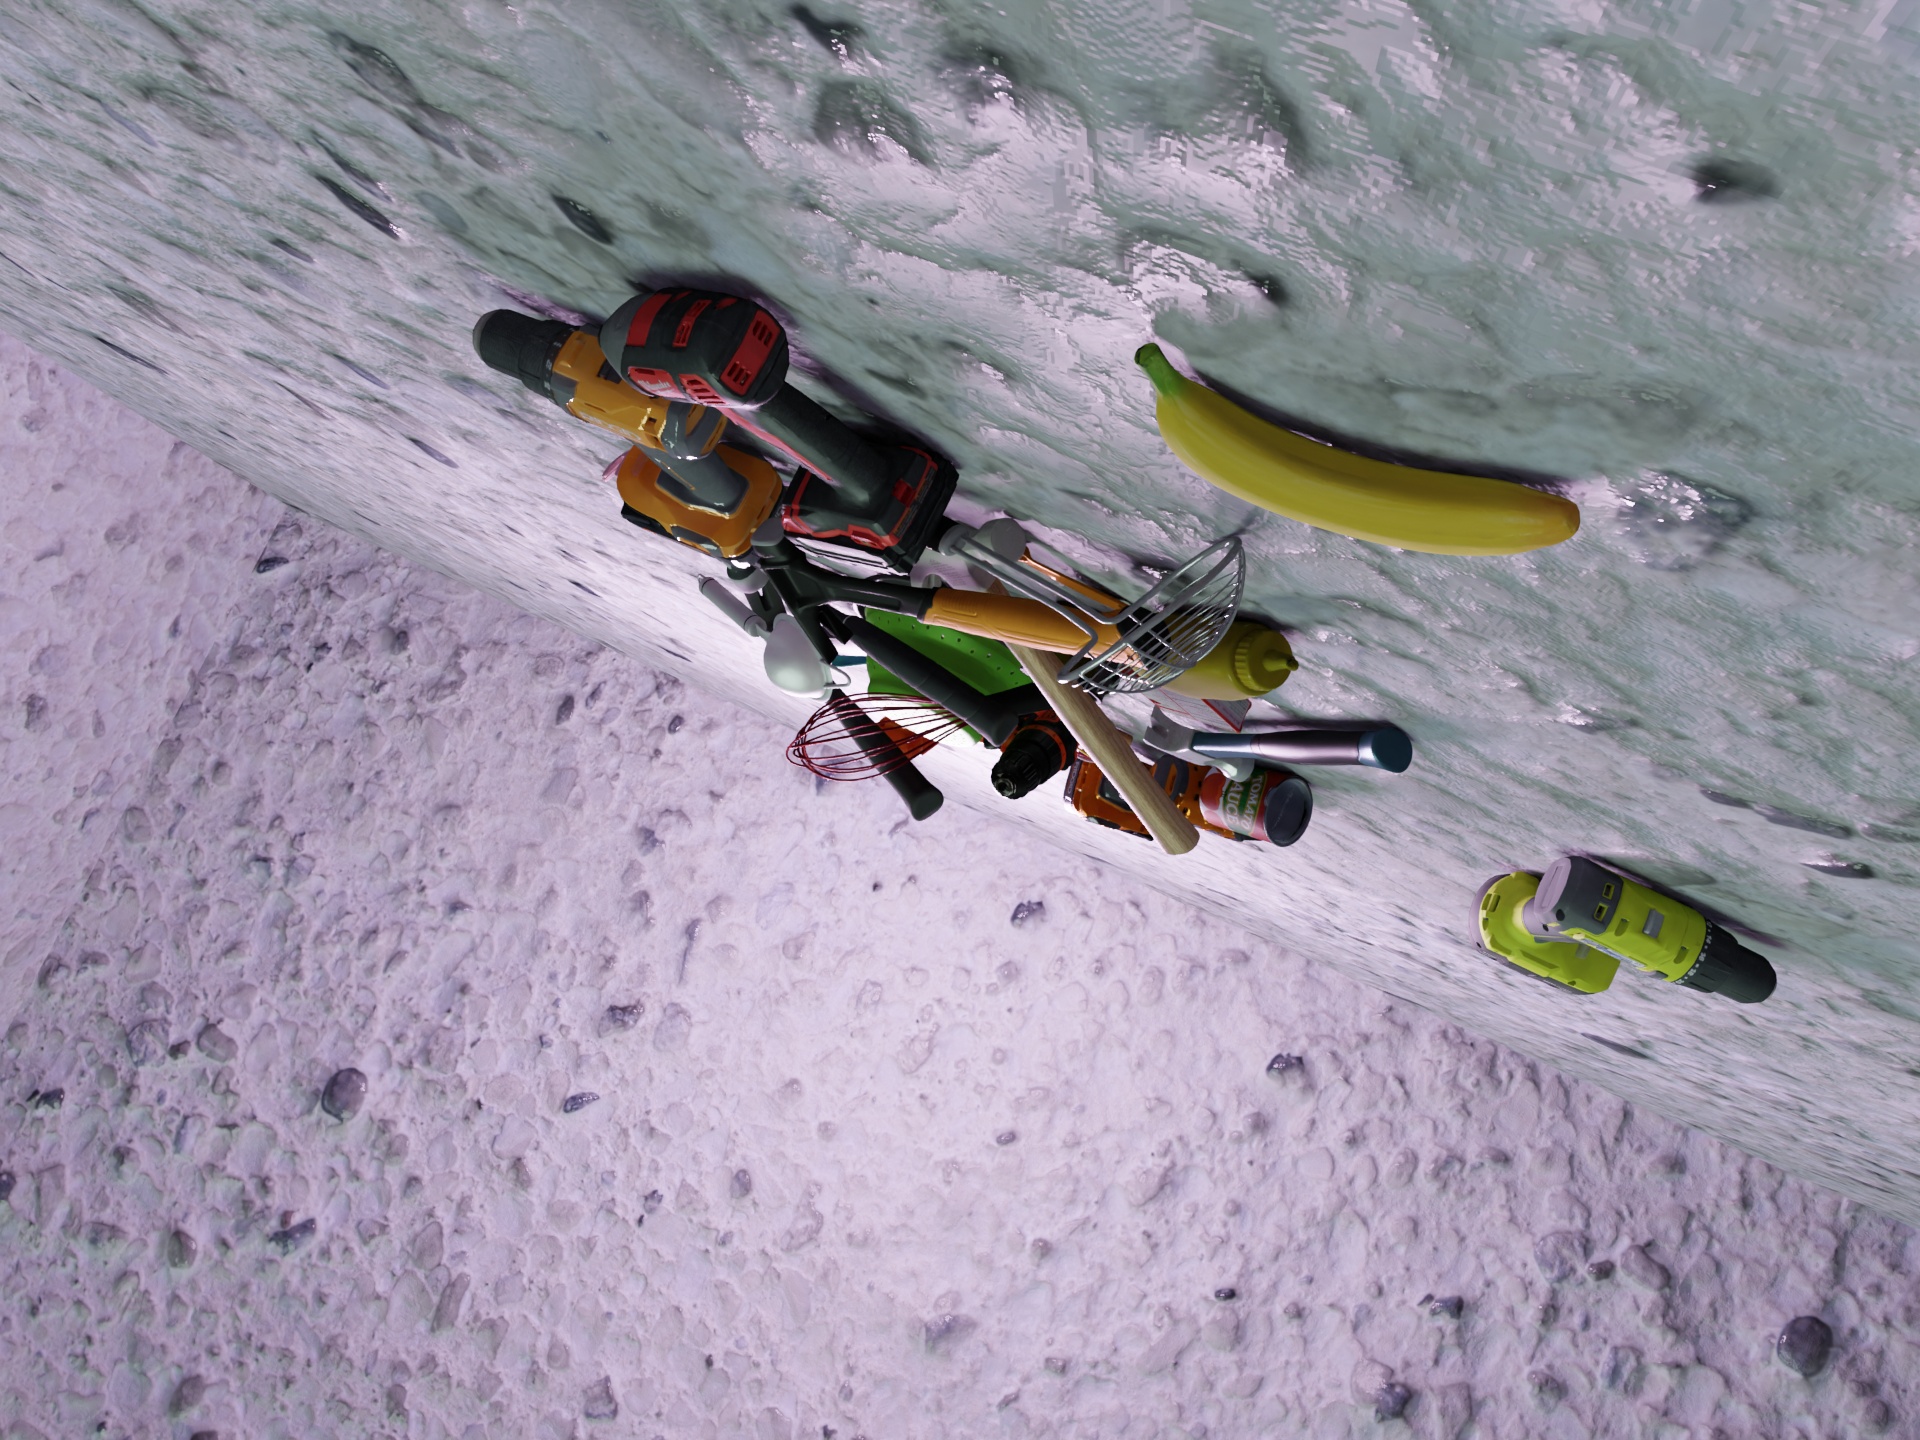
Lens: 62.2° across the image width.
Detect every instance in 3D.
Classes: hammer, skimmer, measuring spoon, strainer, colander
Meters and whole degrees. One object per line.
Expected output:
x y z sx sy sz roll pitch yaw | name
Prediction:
0.000 -0.070 1.094 0.337 0.034 0.127 13 145 39 | hammer
-0.106 -0.014 1.436 0.335 0.035 0.146 46 162 47 | hammer
0.077 -0.017 1.167 0.130 0.031 0.331 0 137 52 | hammer
0.255 0.021 1.283 0.128 0.033 0.331 20 173 -19 | hammer
0.025 -0.112 0.973 0.364 0.127 0.090 33 157 43 | skimmer
0.081 -0.100 1.119 0.116 0.011 0.021 24 172 -23 | measuring spoon
-0.097 -0.086 1.308 0.409 0.036 0.149 34 168 38 | hammer
-0.182 -0.079 1.431 0.259 0.050 0.086 38 146 46 | strainer
-0.065 -0.043 1.481 0.204 0.094 0.397 34 163 -32 | colander

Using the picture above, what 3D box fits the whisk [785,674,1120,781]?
-0.002 -0.004 1.320 0.295 0.073 0.073 -13 -177 -16 | whisk

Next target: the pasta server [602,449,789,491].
-0.166 -0.176 1.262 0.316 0.040 0.060 18 171 35 | pasta server

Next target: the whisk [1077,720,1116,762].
0.059 -0.022 1.598 0.245 0.047 0.051 28 161 6 | whisk

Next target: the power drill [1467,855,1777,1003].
0.546 0.183 1.336 0.190 0.080 0.228 25 170 -1 | power drill

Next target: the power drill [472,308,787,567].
-0.230 -0.204 1.126 0.185 0.084 0.226 23 168 16 | power drill

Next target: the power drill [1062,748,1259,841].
0.224 0.083 1.639 0.164 0.084 0.226 19 172 -25 | power drill

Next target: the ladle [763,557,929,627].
-0.165 -0.148 1.497 0.315 0.031 0.069 22 165 5 | ladle

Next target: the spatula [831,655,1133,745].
0.026 -0.029 1.643 0.317 0.044 0.082 22 -157 4 | spatula

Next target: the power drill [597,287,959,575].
-0.114 -0.178 0.953 0.143 0.078 0.219 18 167 43 | power drill
